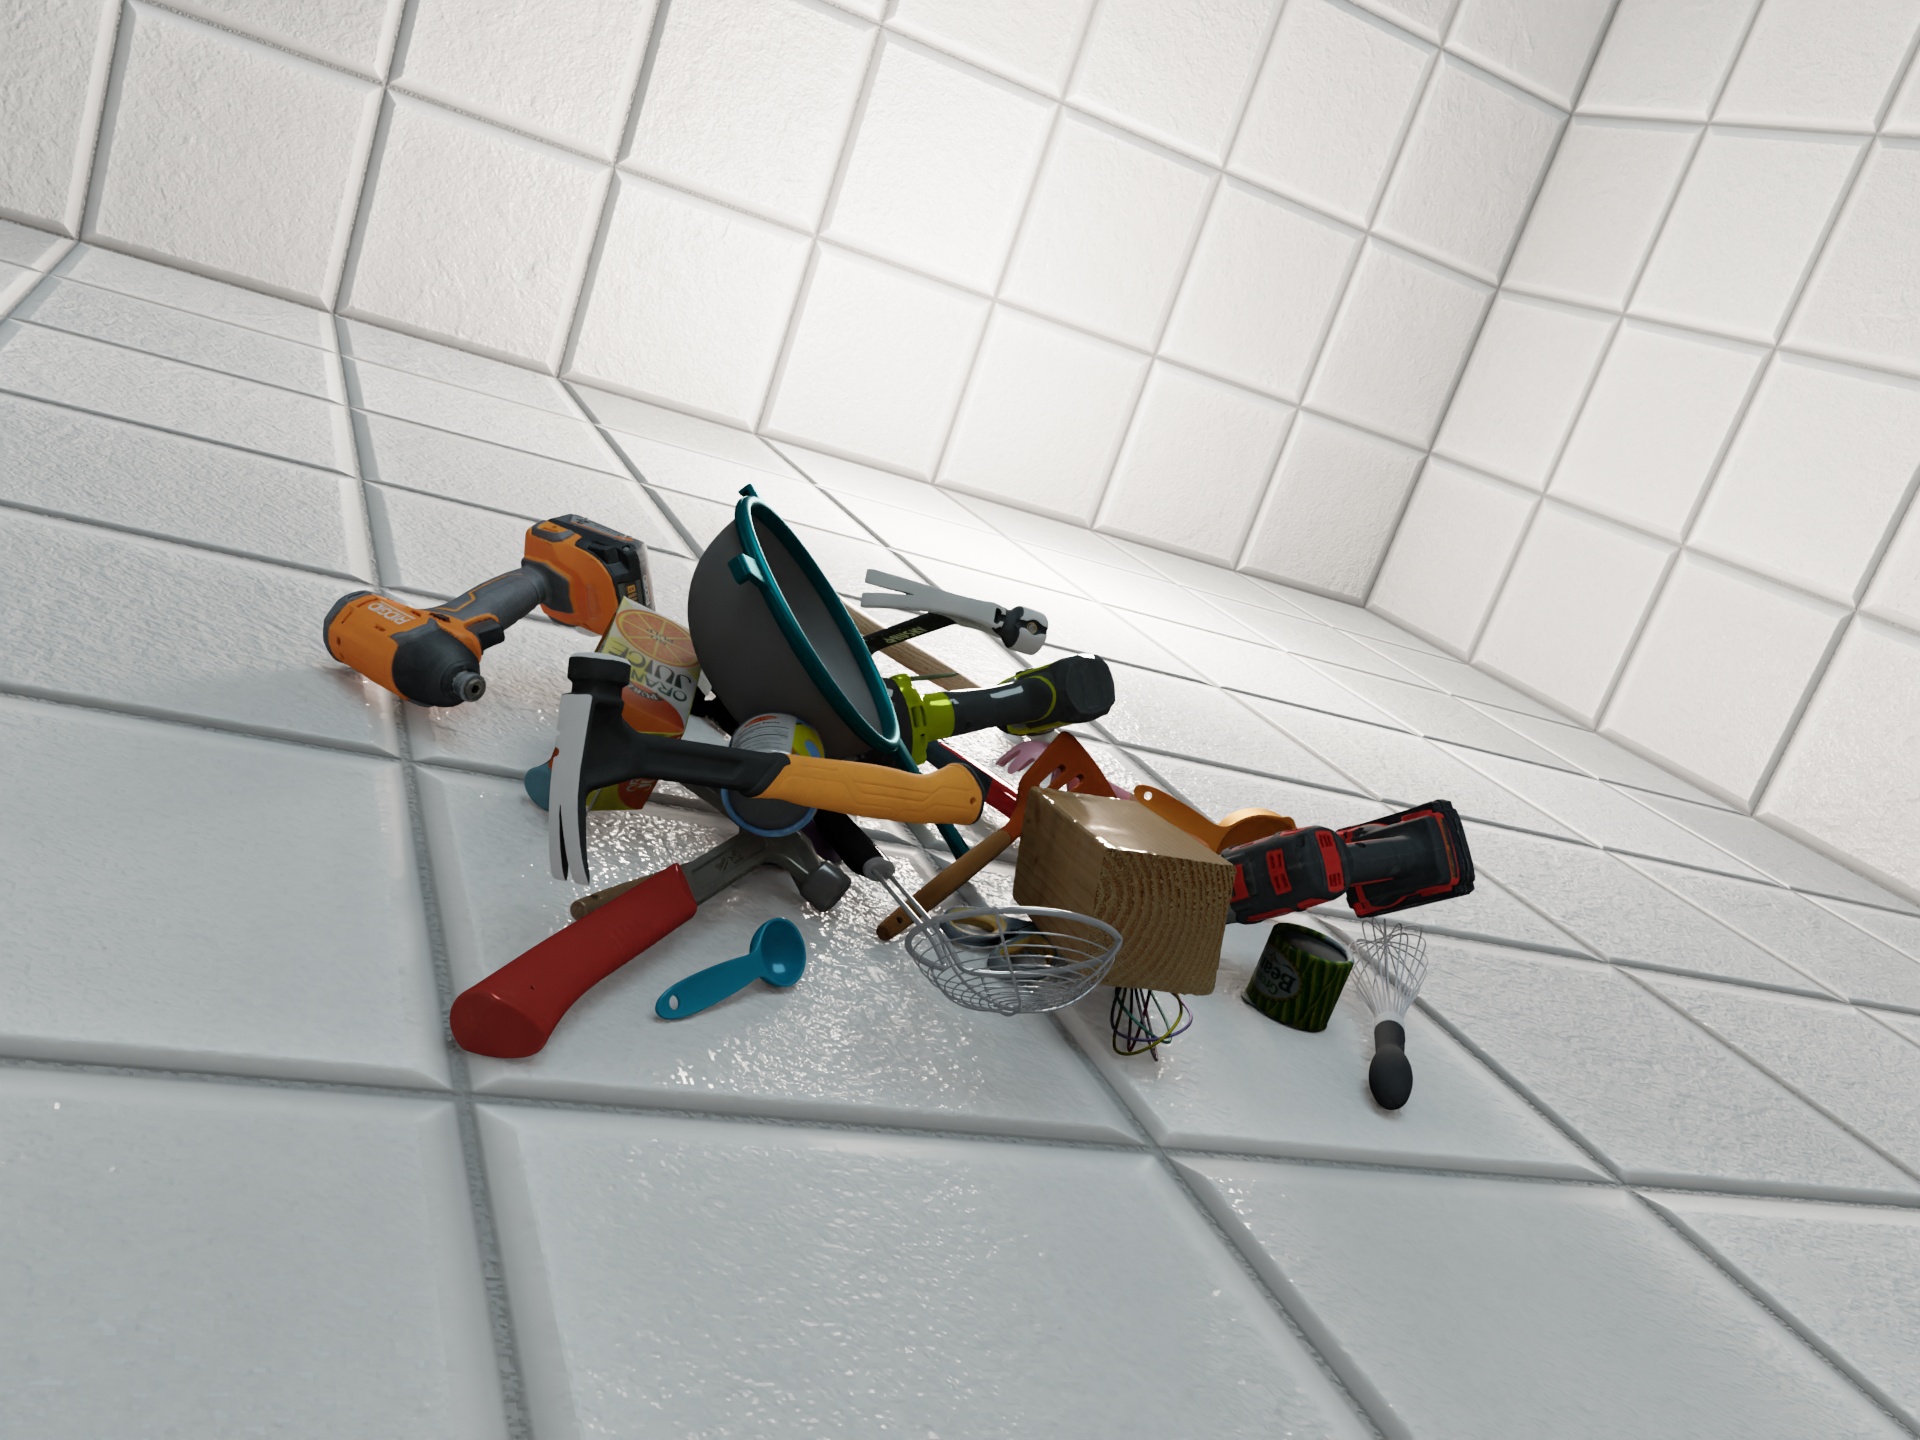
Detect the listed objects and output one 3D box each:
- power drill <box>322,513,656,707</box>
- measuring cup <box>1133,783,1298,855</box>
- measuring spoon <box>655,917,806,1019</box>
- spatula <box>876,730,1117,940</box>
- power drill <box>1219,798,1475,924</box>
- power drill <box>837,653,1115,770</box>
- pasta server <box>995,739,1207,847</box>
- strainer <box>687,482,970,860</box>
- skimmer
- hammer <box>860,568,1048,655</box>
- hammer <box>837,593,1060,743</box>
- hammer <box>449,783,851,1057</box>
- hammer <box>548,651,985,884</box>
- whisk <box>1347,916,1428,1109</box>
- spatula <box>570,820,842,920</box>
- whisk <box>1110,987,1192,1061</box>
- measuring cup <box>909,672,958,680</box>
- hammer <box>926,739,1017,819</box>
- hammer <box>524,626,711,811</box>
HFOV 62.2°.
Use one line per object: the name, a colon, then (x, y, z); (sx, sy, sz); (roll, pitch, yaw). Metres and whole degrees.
power drill: (-0.348, -0.078, 1.226); (0.164, 0.084, 0.226); (24, 39, 37)
measuring cup: (0.225, 0.099, 1.402); (0.173, 0.095, 0.052); (31, 6, -4)
measuring spoon: (-0.138, 0.149, 0.930); (0.021, 0.042, 0.128); (-15, 2, 35)
spatula: (0.027, 0.093, 1.204); (0.081, 0.041, 0.322); (55, 33, 2)
power drill: (0.278, 0.125, 1.271); (0.226, 0.080, 0.188); (-2, -15, -38)
power drill: (-0.002, -0.004, 1.359); (0.223, 0.080, 0.171); (-10, -3, -27)
pasta server: (0.159, 0.086, 1.406); (0.316, 0.040, 0.060); (29, 3, -34)
strainer: (-0.104, 0.001, 1.172); (0.340, 0.095, 0.211); (58, 8, -23)
skimmer: (-0.022, 0.095, 1.046); (0.127, 0.090, 0.364); (15, 11, -28)
hammer: (-0.084, -0.068, 1.399); (0.149, 0.036, 0.409); (15, -12, -24)
hammer: (-0.010, -0.040, 1.570); (0.331, 0.031, 0.130); (30, 6, -39)
hammer: (-0.189, 0.106, 0.943); (0.149, 0.036, 0.359); (39, 20, 7)
hammer: (-0.104, 0.044, 0.988); (0.034, 0.127, 0.336); (2, -6, 42)
whisk: (0.327, 0.220, 1.210); (0.070, 0.070, 0.285); (22, 19, 7)
spatula: (-0.159, 0.100, 1.084); (0.060, 0.018, 0.316); (27, 15, 21)
whisk: (0.120, 0.180, 1.119); (0.051, 0.047, 0.245); (27, 10, -4)
measuring cup: (-0.081, -0.017, 1.428); (0.167, 0.038, 0.083); (-7, 3, 13)
hammer: (0.018, 0.061, 1.407); (0.143, 0.038, 0.387); (2, 23, -45)
hammer: (-0.272, -0.012, 1.233); (0.128, 0.033, 0.331); (18, 22, -5)
